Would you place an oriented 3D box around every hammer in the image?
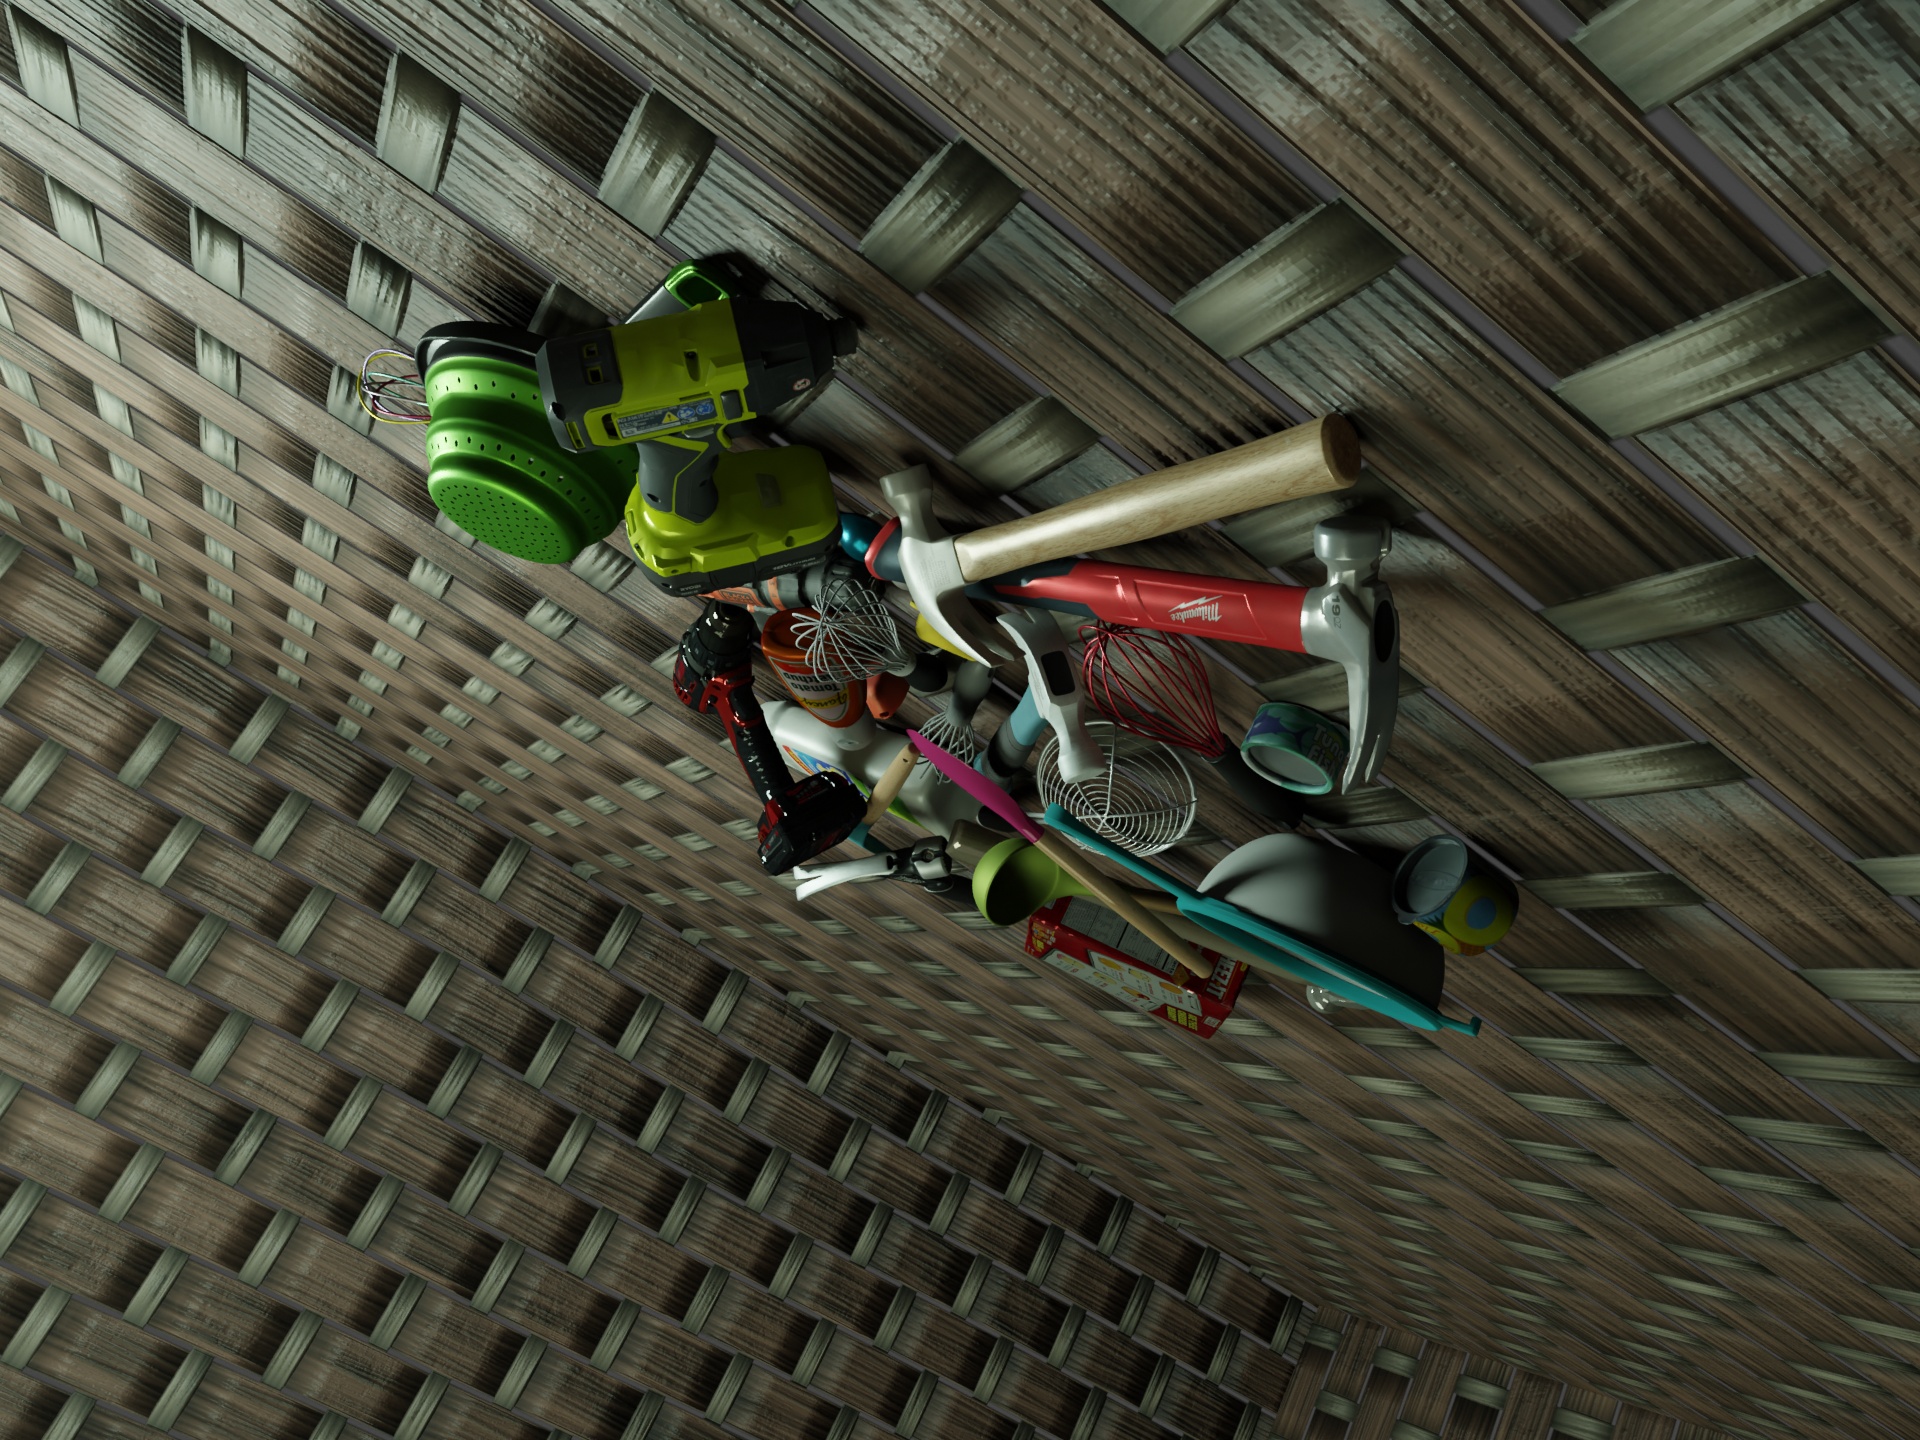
[{"bbox_3d":[-0.032,0.161,1.569,0.149,0.036,0.408,-11,168,13],"label":"hammer"},{"bbox_3d":[0.045,0.009,1.166,0.033,0.128,0.331,-14,169,-10],"label":"hammer"},{"bbox_3d":[0.077,-0.107,0.868,0.331,0.031,0.130,-9,100,51],"label":"hammer"},{"bbox_3d":[0.185,0.168,1.378,0.410,0.038,0.146,21,160,-9],"label":"hammer"},{"bbox_3d":[0.082,-0.062,0.940,0.386,0.038,0.143,14,116,45],"label":"hammer"}]

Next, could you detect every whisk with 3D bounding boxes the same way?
[{"bbox_3d":[-0.053,-0.046,1.130,0.070,0.070,0.284,23,180,15],"label":"whisk"},{"bbox_3d":[0.164,0.010,1.076,0.073,0.073,0.295,10,160,42],"label":"whisk"},{"bbox_3d":[-0.003,-0.004,1.276,0.055,0.055,0.238,27,156,2],"label":"whisk"},{"bbox_3d":[-0.354,-0.228,1.193,0.245,0.047,0.051,18,157,18],"label":"whisk"}]

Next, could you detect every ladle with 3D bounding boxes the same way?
[{"bbox_3d":[0.166,0.155,1.308,0.320,0.078,0.062,11,-157,-6],"label":"ladle"}]

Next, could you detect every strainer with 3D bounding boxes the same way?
[{"bbox_3d":[0.221,0.113,1.168,0.340,0.095,0.211,29,173,-15],"label":"strainer"}]

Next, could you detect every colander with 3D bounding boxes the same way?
[{"bbox_3d":[-0.253,-0.186,1.029,0.204,0.094,0.397,31,155,-25],"label":"colander"}]

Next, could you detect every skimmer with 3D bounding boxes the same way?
[{"bbox_3d":[0.087,0.061,1.343,0.127,0.090,0.363,43,169,-8],"label":"skimmer"}]

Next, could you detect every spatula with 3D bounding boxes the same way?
[{"bbox_3d":[-0.071,0.067,1.389,0.082,0.044,0.317,36,155,0],"label":"spatula"}]

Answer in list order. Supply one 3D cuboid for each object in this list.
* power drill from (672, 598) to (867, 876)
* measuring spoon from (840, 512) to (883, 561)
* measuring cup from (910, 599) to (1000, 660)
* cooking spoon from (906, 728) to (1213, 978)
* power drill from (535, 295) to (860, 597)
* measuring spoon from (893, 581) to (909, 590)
[{"bbox_3d":[-0.172,0.006,1.376,0.227,0.080,0.188,59,156,9],"label":"power drill"},{"bbox_3d":[-0.107,-0.141,1.103,0.128,0.021,0.042,26,161,2],"label":"measuring spoon"},{"bbox_3d":[-0.015,-0.062,1.080,0.062,0.029,0.156,24,-175,11],"label":"measuring cup"},{"bbox_3d":[0.080,0.106,1.247,0.318,0.017,0.069,39,171,-13],"label":"cooking spoon"},{"bbox_3d":[-0.139,-0.163,0.942,0.171,0.080,0.223,-13,160,-5],"label":"power drill"},{"bbox_3d":[-0.004,-0.095,1.088,0.124,0.018,0.034,11,154,39],"label":"measuring spoon"}]
